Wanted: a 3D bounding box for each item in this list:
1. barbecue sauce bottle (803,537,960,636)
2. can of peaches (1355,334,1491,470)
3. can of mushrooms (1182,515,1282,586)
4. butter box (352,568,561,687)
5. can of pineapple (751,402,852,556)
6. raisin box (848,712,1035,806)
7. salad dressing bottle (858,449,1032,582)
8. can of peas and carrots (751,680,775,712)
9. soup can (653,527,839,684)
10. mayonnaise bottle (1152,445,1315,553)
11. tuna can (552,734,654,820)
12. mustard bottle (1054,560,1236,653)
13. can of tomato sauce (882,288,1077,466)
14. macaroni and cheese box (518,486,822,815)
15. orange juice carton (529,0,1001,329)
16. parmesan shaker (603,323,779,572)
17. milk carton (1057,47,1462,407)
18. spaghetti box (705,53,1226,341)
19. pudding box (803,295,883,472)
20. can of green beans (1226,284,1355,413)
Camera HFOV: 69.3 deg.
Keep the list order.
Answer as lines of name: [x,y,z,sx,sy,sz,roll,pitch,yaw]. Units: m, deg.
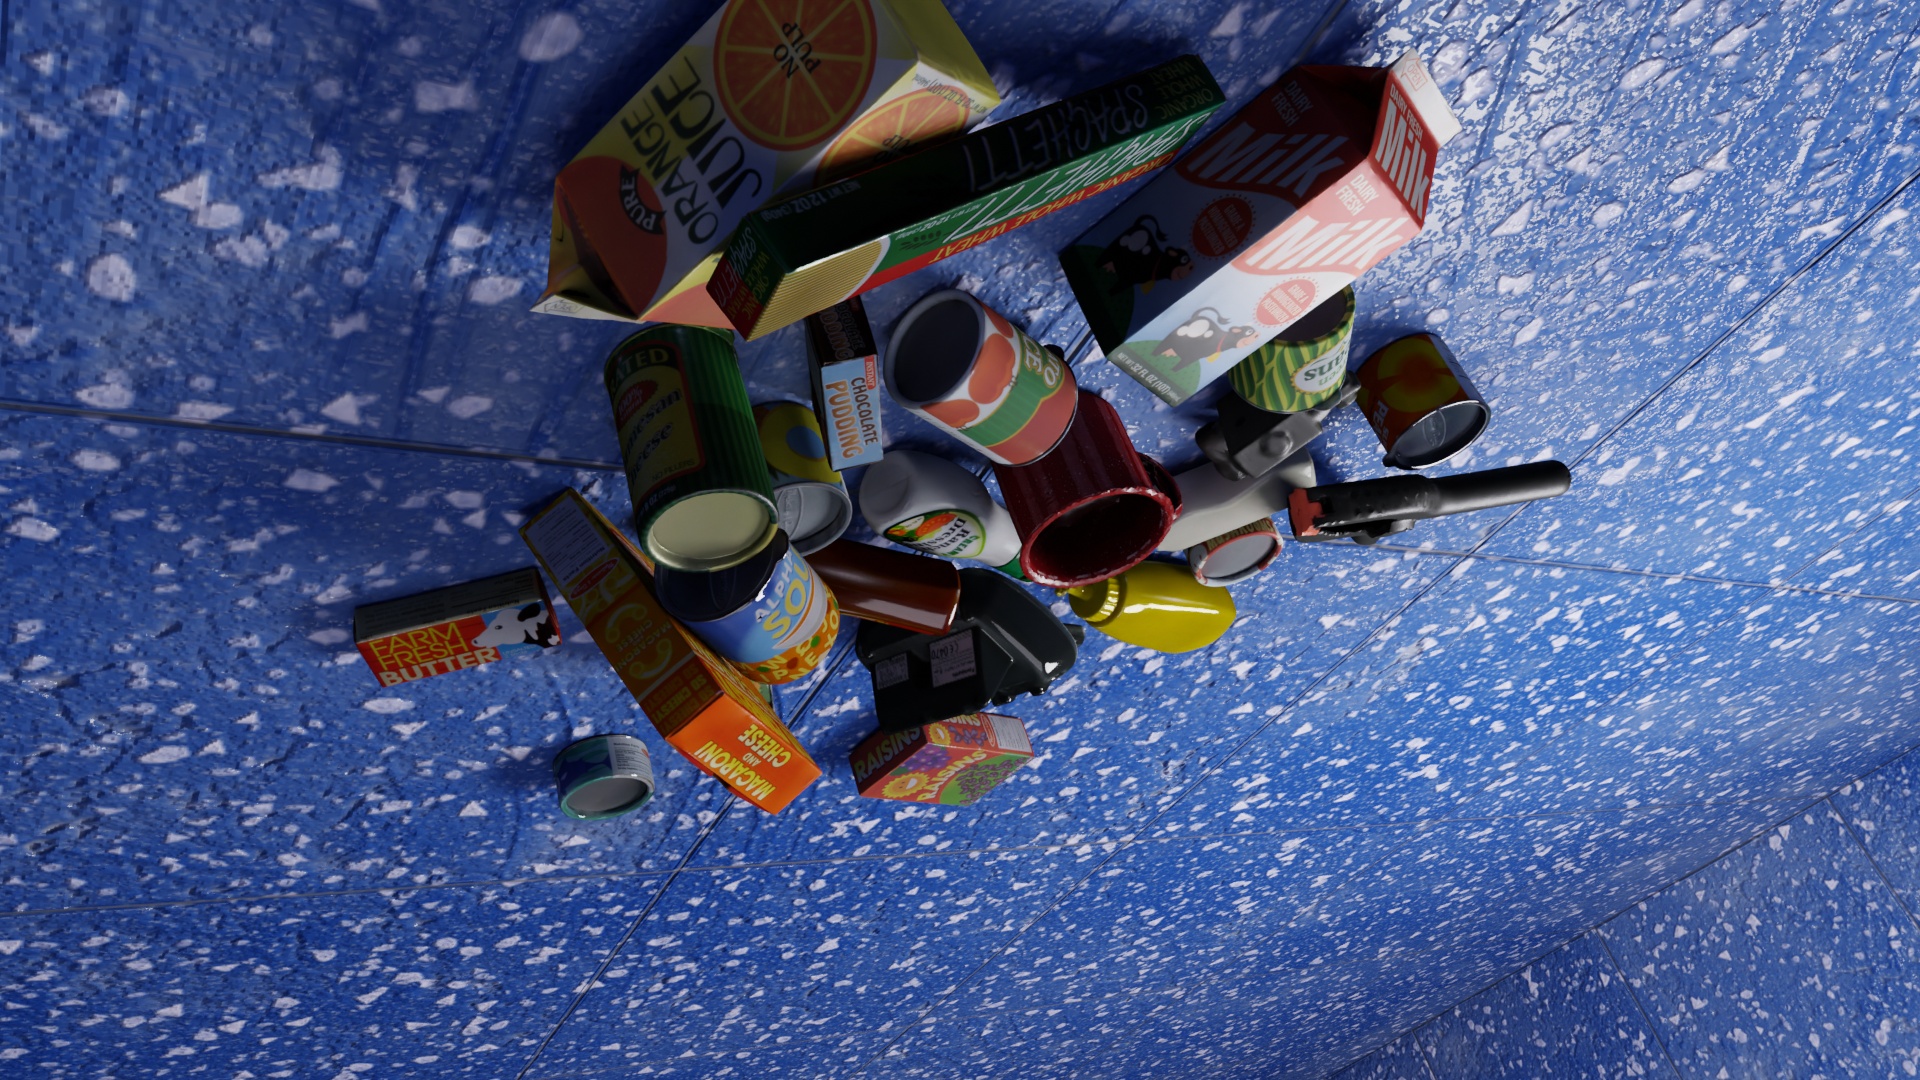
barbecue sauce bottle: [-0.077,0.019,0.805,0.149,0.065,0.043,13,100,-14]
can of peaches: [0.285,-0.085,0.869,0.071,0.058,0.071,-14,148,-9]
can of mushrooms: [0.188,0.000,0.964,0.071,0.033,0.070,-14,147,-9]
butter box: [-0.285,0.050,0.790,0.104,0.024,0.052,-14,146,-11]
can of pineapple: [-0.098,-0.031,0.740,0.071,0.058,0.070,-14,146,-10]
raisin box: [-0.014,0.170,1.100,0.123,0.040,0.085,15,134,-44]
salad dressing bottle: [0.003,-0.011,0.838,0.064,0.044,0.147,-26,149,30]
can of peas and carrots: [-0.151,0.080,0.864,0.059,0.071,0.070,-11,146,-13]
soup can: [-0.104,0.028,0.705,0.071,0.071,0.083,-24,147,6]
mayonnaise bottle: [0.156,-0.024,0.906,0.148,0.041,0.064,-22,154,4]
tuna can: [-0.252,0.168,0.973,0.071,0.033,0.070,-14,147,-10]
mustard bottle: [0.124,0.042,0.977,0.160,0.049,0.065,13,134,-40]
can of tomato sauce: [0.012,-0.085,0.716,0.071,0.071,0.083,-36,144,23]
macaroni and cheese box: [-0.155,0.061,0.742,0.040,0.167,0.123,-41,147,-5]
orange juice carton: [-0.086,-0.145,0.549,0.192,0.073,0.072,-36,169,23]
parmesan shaker: [-0.127,-0.046,0.662,0.071,0.103,0.071,-14,146,-9]
milk carton: [0.150,-0.157,0.677,0.190,0.074,0.072,-35,144,22]
spaghetti box: [0.012,-0.144,0.560,0.251,0.029,0.050,-30,174,-34]
pudding box: [-0.059,-0.080,0.698,0.030,0.050,0.083,-12,146,-10]
can of green beans: [0.181,-0.113,0.764,0.071,0.071,0.057,-18,147,-4]
